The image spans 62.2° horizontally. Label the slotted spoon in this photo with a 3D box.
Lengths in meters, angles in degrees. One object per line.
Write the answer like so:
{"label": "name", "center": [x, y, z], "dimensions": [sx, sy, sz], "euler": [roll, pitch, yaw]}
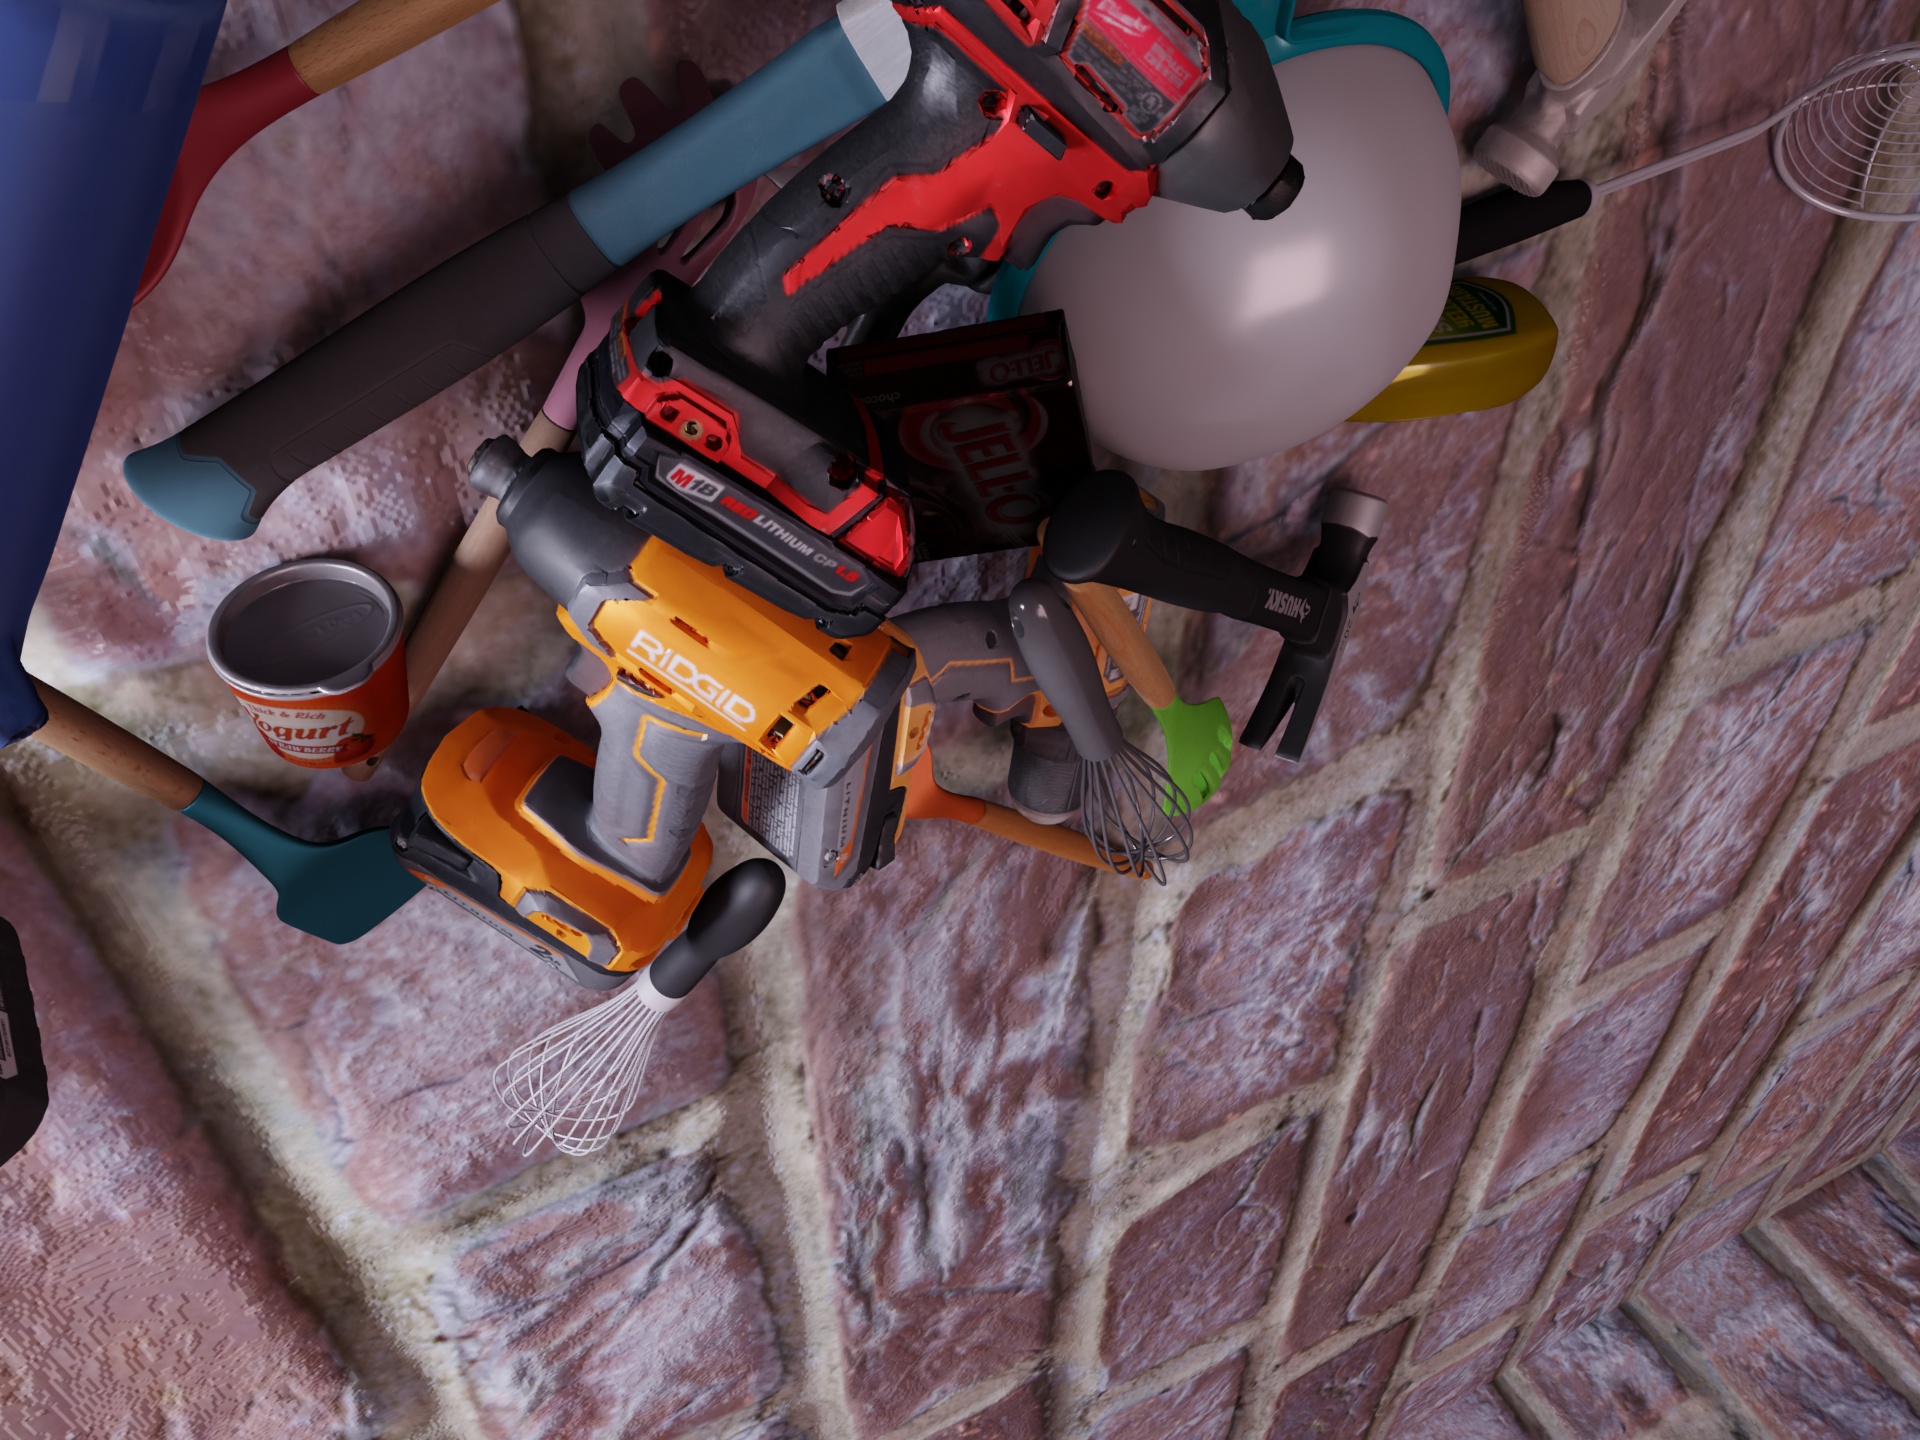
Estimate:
{"label": "slotted spoon", "center": [0.088, -0.019, 0.752], "dimensions": [0.070, 0.031, 0.313], "euler": [-62, 153, -10]}

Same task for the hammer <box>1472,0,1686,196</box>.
{"label": "hammer", "center": [0.203, -0.306, 0.546], "dimensions": [0.146, 0.038, 0.410], "euler": [-55, 158, 17]}

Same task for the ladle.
{"label": "ladle", "center": [-0.165, -0.197, 0.450], "dimensions": [0.315, 0.031, 0.069], "euler": [-24, 139, 9]}

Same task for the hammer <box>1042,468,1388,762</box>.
{"label": "hammer", "center": [0.120, -0.057, 0.722], "dimensions": [0.334, 0.035, 0.146], "euler": [4, 104, -61]}

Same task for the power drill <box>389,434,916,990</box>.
{"label": "power drill", "center": [-0.136, -0.001, 0.601], "dimensions": [0.164, 0.084, 0.226], "euler": [36, 134, -9]}

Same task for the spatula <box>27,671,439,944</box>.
{"label": "spatula", "center": [-0.316, 0.010, 0.601], "dimensions": [0.082, 0.044, 0.317], "euler": [-40, 135, 5]}

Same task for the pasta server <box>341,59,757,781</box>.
{"label": "pasta server", "center": [-0.166, -0.097, 0.603], "dimensions": [0.060, 0.040, 0.316], "euler": [14, 123, -43]}

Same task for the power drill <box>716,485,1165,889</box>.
{"label": "power drill", "center": [-0.001, -0.002, 0.734], "dimensions": [0.226, 0.084, 0.185], "euler": [-25, 136, -40]}

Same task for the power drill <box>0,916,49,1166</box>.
{"label": "power drill", "center": [-0.434, 0.172, 0.545], "dimensions": [0.228, 0.191, 0.080], "euler": [-41, 140, -1]}

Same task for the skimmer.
{"label": "skimmer", "center": [0.369, -0.252, 0.783], "dimensions": [0.363, 0.090, 0.127], "euler": [-22, 170, -13]}

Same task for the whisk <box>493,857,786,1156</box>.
{"label": "whisk", "center": [-0.154, 0.138, 0.754], "dimensions": [0.070, 0.070, 0.284], "euler": [3, 146, -37]}

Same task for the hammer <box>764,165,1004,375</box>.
{"label": "hammer", "center": [-0.091, -0.068, 0.661], "dimensions": [0.127, 0.034, 0.336], "euler": [-8, 137, -52]}

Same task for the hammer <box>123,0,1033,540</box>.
{"label": "hammer", "center": [-0.128, -0.149, 0.511], "dimensions": [0.331, 0.033, 0.128], "euler": [-28, 130, 12]}

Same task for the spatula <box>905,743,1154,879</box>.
{"label": "spatula", "center": [0.017, 0.048, 0.875], "dimensions": [0.081, 0.041, 0.322], "euler": [-50, 142, 14]}

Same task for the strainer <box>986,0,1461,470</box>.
{"label": "strainer", "center": [0.119, -0.185, 0.573], "dimensions": [0.211, 0.095, 0.340], "euler": [-27, 163, -5]}

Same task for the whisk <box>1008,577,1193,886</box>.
{"label": "whisk", "center": [0.063, 0.011, 0.720], "dimensions": [0.055, 0.055, 0.238], "euler": [-34, 143, -3]}

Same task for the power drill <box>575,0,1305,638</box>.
{"label": "power drill", "center": [-0.005, -0.137, 0.479], "dimensions": [0.143, 0.079, 0.219], "euler": [29, 116, -32]}
